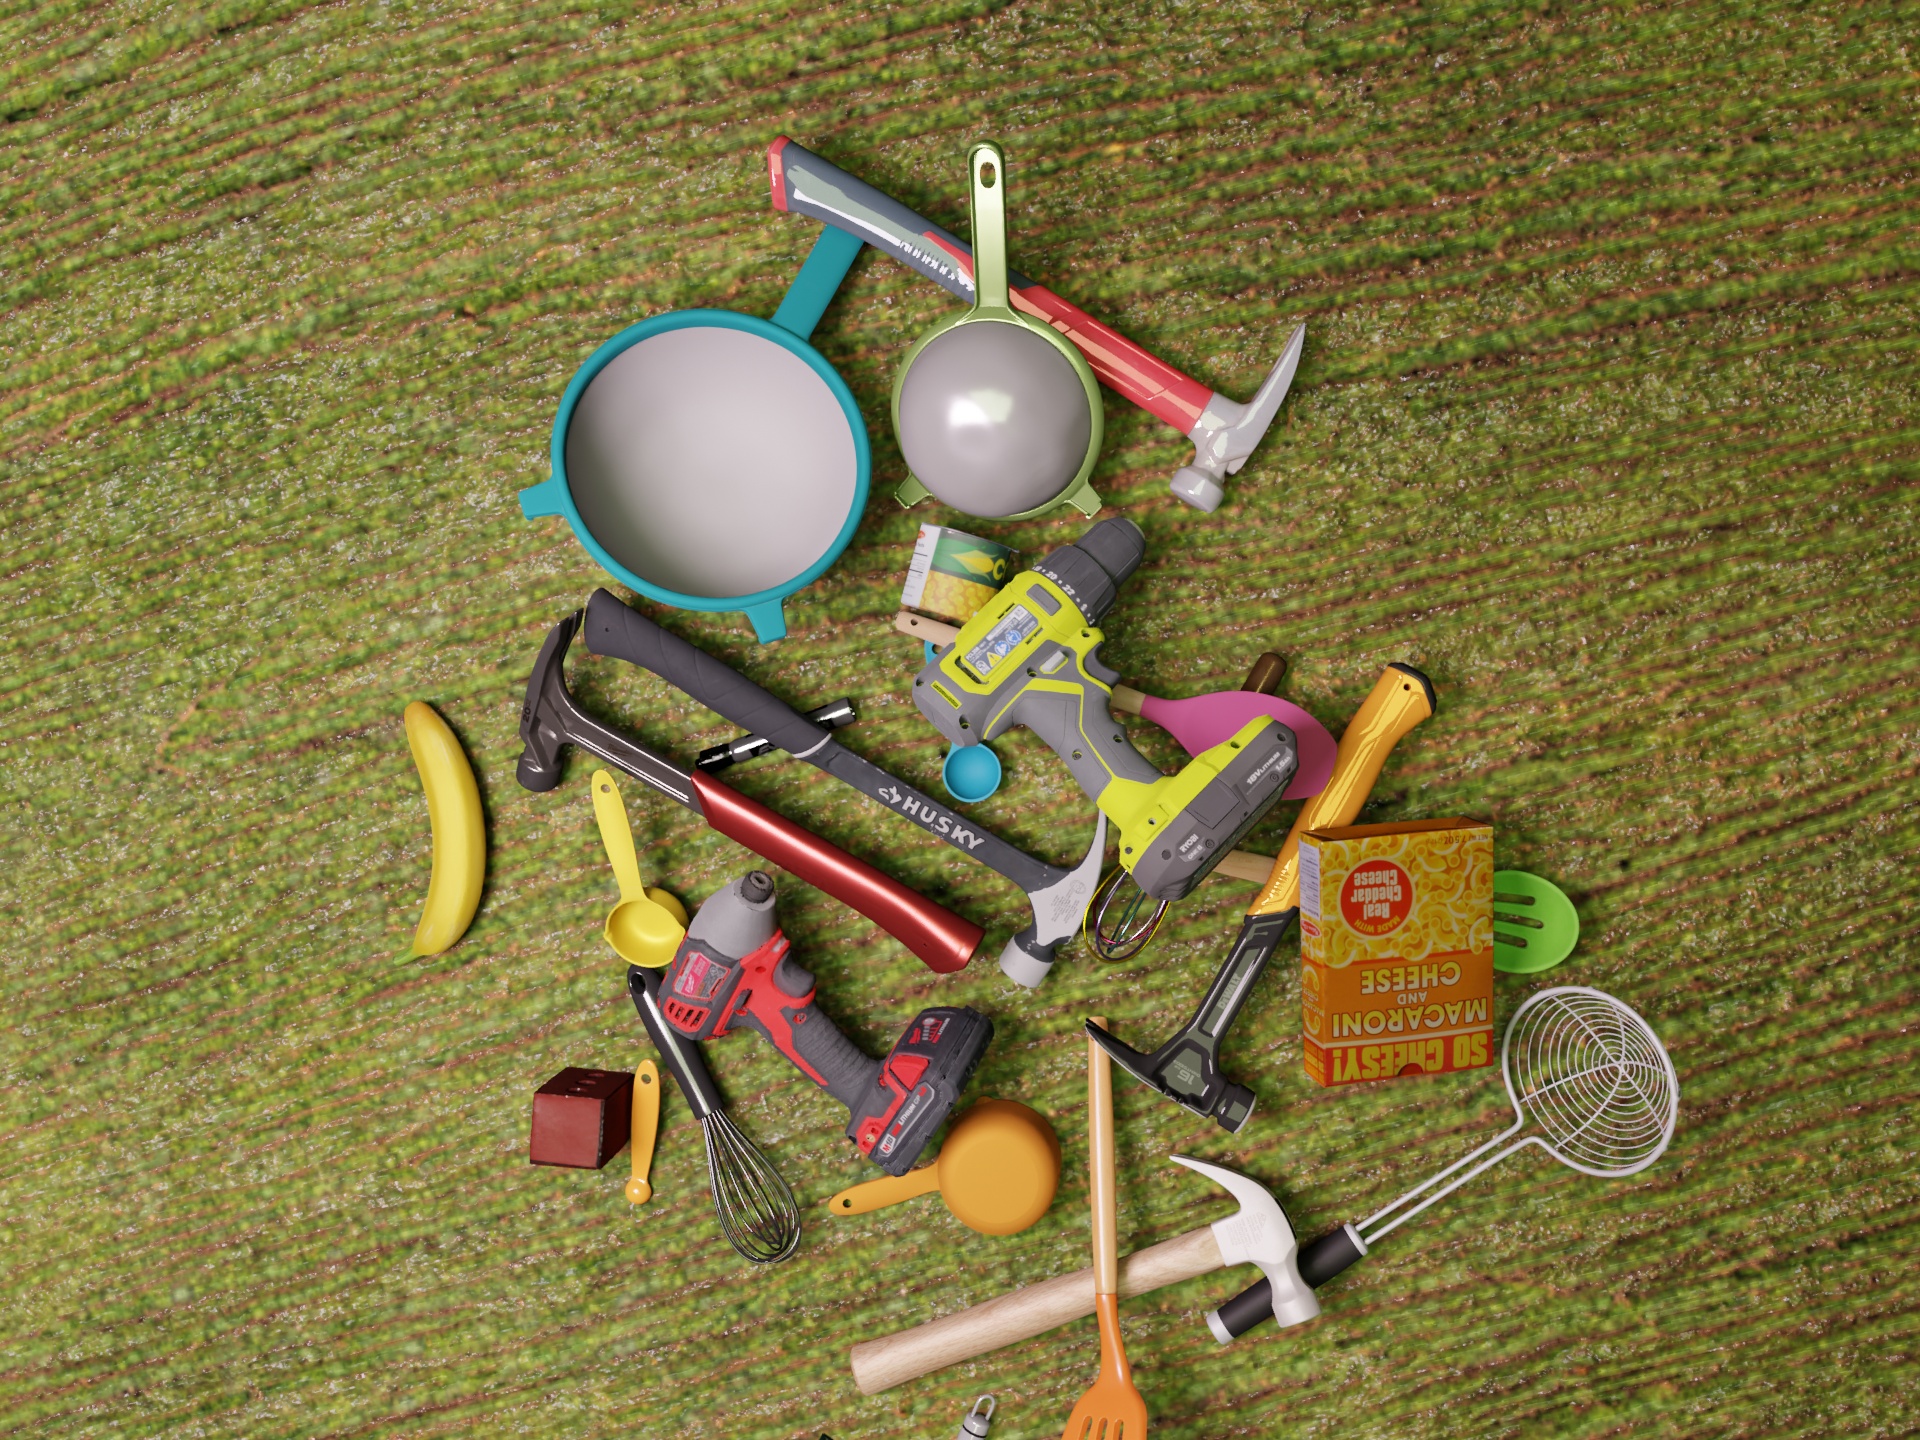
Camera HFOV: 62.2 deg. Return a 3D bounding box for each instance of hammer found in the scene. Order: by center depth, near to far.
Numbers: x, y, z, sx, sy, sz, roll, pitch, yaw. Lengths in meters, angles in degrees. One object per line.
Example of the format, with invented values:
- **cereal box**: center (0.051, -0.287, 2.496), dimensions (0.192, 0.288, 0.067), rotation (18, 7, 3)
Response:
- **hammer**: center (0.217, 0.107, 1.086), dimensions (0.127, 0.034, 0.337), rotation (30, 93, 6)
- **hammer**: center (0.045, -0.301, 1.090), dimensions (0.386, 0.038, 0.143), rotation (31, 93, -3)
- **hammer**: center (-0.143, 0.064, 1.097), dimensions (0.359, 0.037, 0.149), rotation (29, 124, 7)
- **hammer**: center (-0.084, 0.024, 1.106), dimensions (0.409, 0.036, 0.149), rotation (31, 108, 1)
- **hammer**: center (0.075, 0.404, 1.120), dimensions (0.331, 0.031, 0.130), rotation (-23, 71, 10)

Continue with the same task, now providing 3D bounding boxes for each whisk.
- **whisk**: center (0.156, 0.058, 1.095), dimensions (0.047, 0.051, 0.245), rotation (29, 84, 15)
- **whisk**: center (-0.183, 0.282, 1.145), dimensions (0.055, 0.055, 0.239), rotation (-28, 85, 5)

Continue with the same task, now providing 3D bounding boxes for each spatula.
- **spatula**: center (0.094, 0.365, 1.084), dimensions (0.081, 0.041, 0.323), rotation (-13, 70, 39)

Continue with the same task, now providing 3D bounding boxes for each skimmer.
- **skimmer**: center (0.314, 0.316, 1.079), dimensions (0.363, 0.090, 0.127), rotation (-36, 61, 7)

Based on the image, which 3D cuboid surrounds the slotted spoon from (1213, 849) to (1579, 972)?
- **slotted spoon**: center (0.267, 0.114, 1.109), dimensions (0.314, 0.031, 0.070), rotation (12, 93, 6)

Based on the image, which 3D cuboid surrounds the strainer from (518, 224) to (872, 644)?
- **strainer**: center (-0.144, -0.221, 1.111), dimensions (0.211, 0.095, 0.340), rotation (28, 73, -5)

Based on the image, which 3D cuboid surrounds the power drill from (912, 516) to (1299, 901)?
- **power drill**: center (0.108, -0.013, 1.045), dimensions (0.190, 0.080, 0.229), rotation (-44, 74, -11)

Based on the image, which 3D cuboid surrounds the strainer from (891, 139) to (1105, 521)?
- **strainer**: center (0.015, -0.242, 1.042), dimensions (0.151, 0.069, 0.256), rotation (5, 119, 15)

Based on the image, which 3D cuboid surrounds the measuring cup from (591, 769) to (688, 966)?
- **measuring cup**: center (-0.232, 0.101, 1.126), dimensions (0.062, 0.029, 0.156), rotation (-6, 111, 12)

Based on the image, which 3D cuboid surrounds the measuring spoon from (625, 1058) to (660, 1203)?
- **measuring spoon**: center (-0.231, 0.300, 1.152), dimensions (0.021, 0.011, 0.117), rotation (11, 105, 12)

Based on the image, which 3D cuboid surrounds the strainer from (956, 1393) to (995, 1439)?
- **strainer**: center (-0.029, 0.604, 1.144), dimensions (0.087, 0.050, 0.258), rotation (22, 90, -12)

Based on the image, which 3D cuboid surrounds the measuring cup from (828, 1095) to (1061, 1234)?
- **measuring cup**: center (-0.013, 0.329, 1.125), dimensions (0.173, 0.052, 0.095), rotation (-16, 90, 3)

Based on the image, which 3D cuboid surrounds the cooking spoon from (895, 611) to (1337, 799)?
- **cooking spoon**: center (0.102, -0.019, 1.097), dimensions (0.319, 0.017, 0.069), rotation (20, 82, 13)

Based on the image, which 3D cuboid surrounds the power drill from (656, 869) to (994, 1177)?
- **power drill**: center (-0.096, 0.201, 1.098), dimensions (0.219, 0.078, 0.143), rotation (32, 122, 5)

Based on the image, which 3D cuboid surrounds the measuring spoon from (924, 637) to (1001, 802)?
- **measuring spoon**: center (-0.002, -0.004, 1.136), dimensions (0.042, 0.021, 0.129), rotation (-17, 81, 8)
